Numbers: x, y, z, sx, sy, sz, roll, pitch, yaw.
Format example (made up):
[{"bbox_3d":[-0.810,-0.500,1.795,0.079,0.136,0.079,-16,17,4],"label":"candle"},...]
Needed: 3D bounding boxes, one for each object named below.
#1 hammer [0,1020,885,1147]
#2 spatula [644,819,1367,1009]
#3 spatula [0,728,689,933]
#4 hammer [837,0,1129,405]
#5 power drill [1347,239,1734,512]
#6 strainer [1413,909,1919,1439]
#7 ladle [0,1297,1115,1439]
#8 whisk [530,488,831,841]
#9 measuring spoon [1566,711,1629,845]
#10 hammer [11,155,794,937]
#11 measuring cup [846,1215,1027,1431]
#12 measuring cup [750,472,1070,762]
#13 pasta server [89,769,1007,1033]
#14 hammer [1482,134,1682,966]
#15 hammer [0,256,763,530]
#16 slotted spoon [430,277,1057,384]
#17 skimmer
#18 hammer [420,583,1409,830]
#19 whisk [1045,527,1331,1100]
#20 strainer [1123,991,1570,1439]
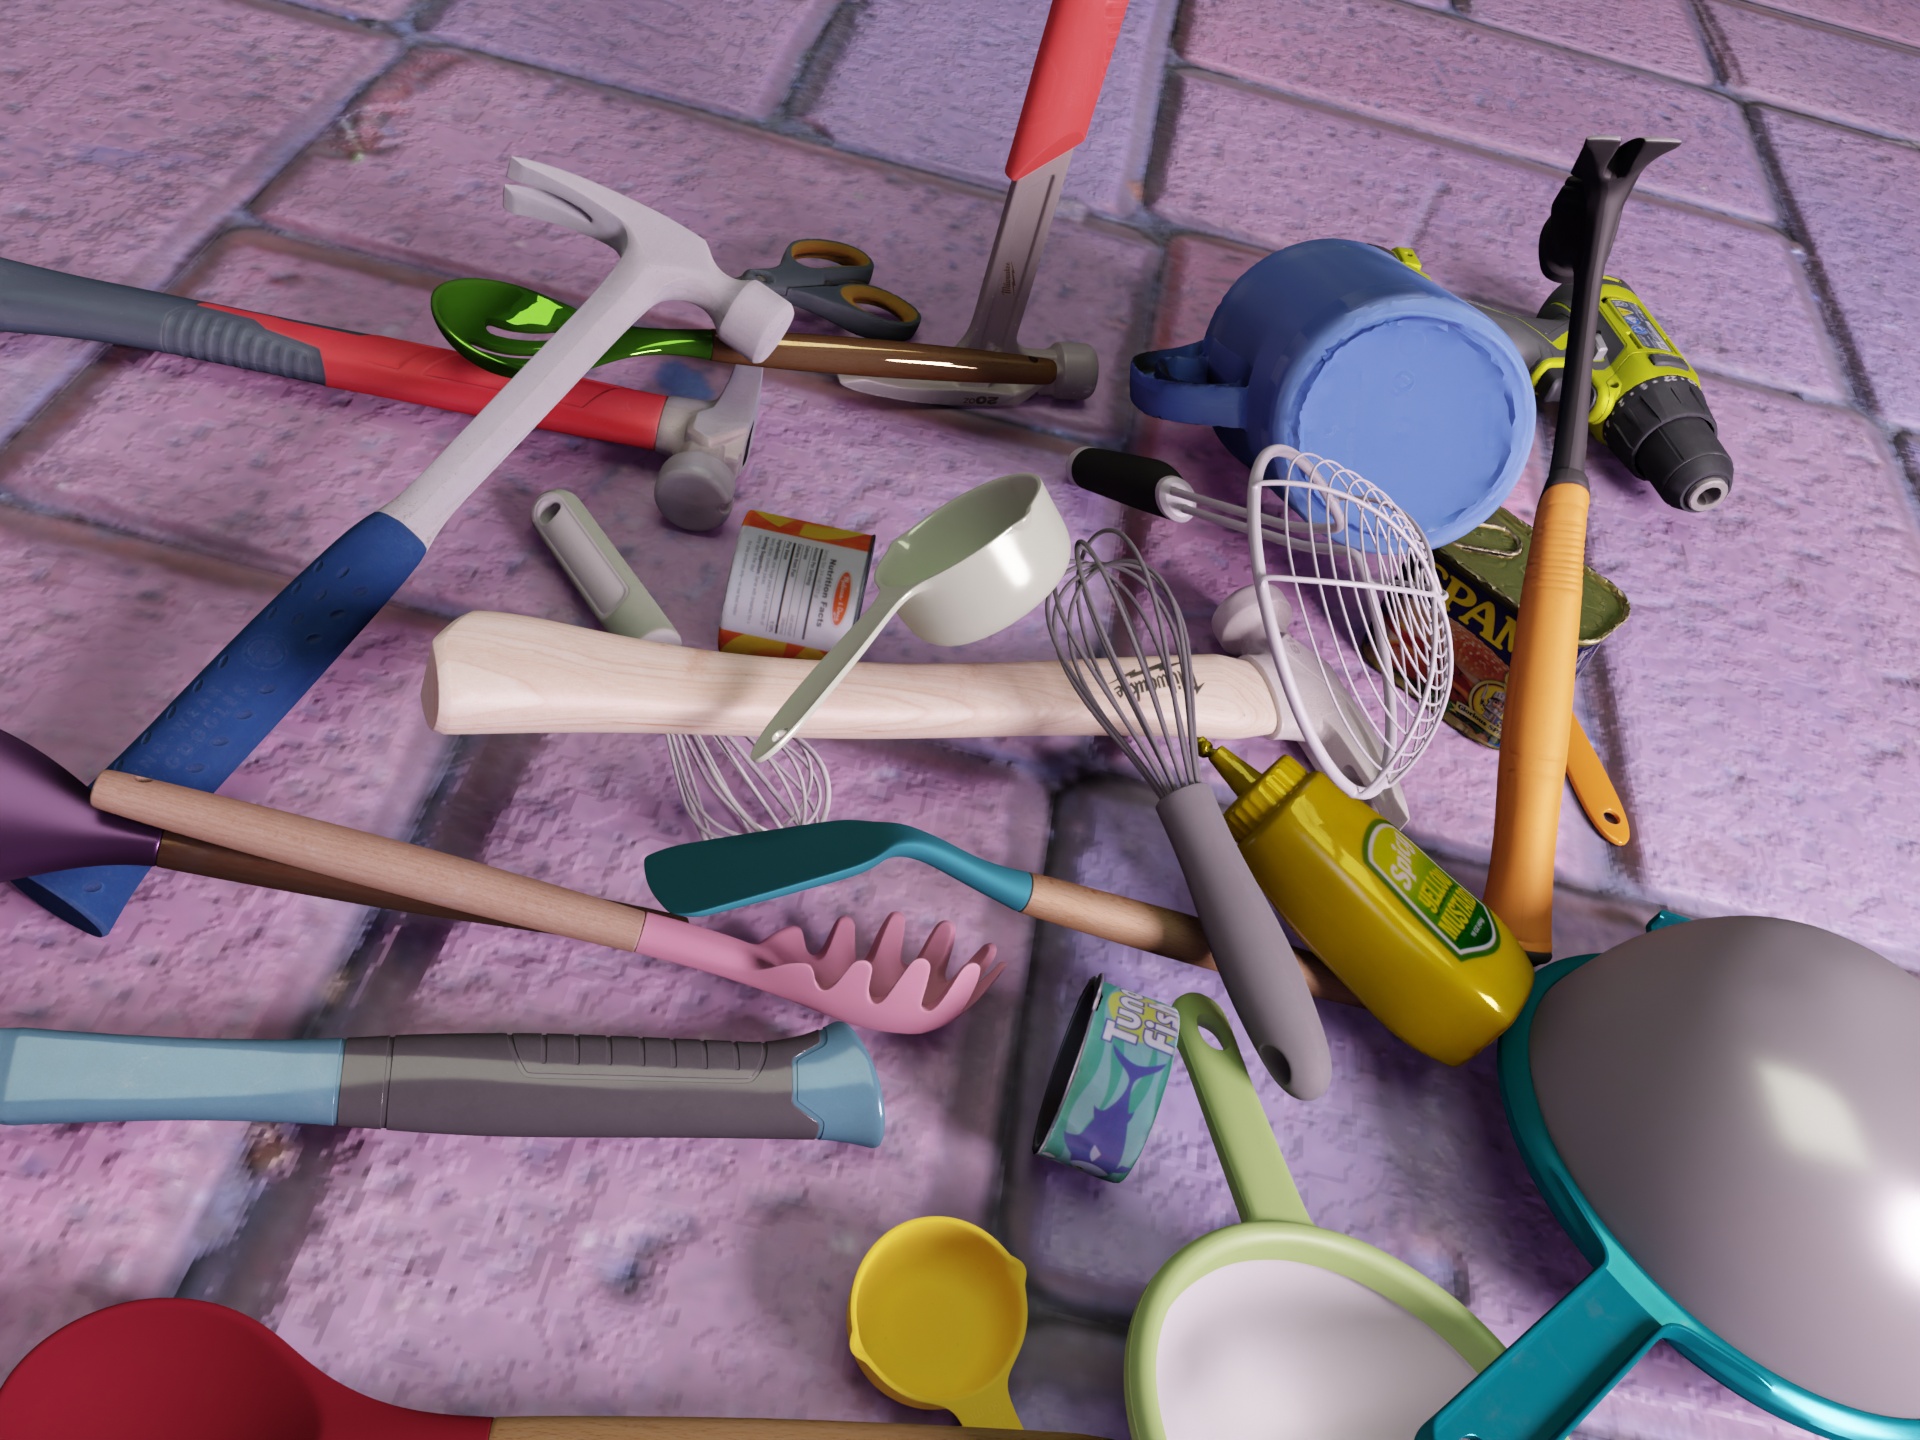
[{"bbox_3d":[-0.187,0.116,0.518,0.331,0.033,0.128,5,65,-16],"label":"hammer"},{"bbox_3d":[0.042,0.081,0.598,0.317,0.044,0.082,17,4,-19],"label":"spatula"},{"bbox_3d":[-0.249,0.046,0.553,0.315,0.018,0.060,13,70,-18],"label":"spatula"},{"bbox_3d":[0.042,-0.306,0.760,0.149,0.358,0.037,-1,47,-20],"label":"hammer"},{"bbox_3d":[0.333,-0.202,0.941,0.228,0.080,0.191,4,46,-15],"label":"power drill"},{"bbox_3d":[0.267,0.154,0.534,0.340,0.095,0.211,-15,51,-42],"label":"strainer"},{"bbox_3d":[-0.109,0.208,0.459,0.315,0.031,0.069,4,56,-6],"label":"ladle"},{"bbox_3d":[-0.126,-0.024,0.673,0.058,0.059,0.247,-45,57,6],"label":"whisk"},{"bbox_3d":[0.303,0.012,0.776,0.021,0.011,0.117,4,47,-11],"label":"measuring spoon"},{"bbox_3d":[-0.229,-0.087,0.655,0.144,0.035,0.406,34,58,-3],"label":"hammer"},{"bbox_3d":[0.012,0.232,0.493,0.062,0.029,0.157,-18,67,-22],"label":"measuring cup"},{"bbox_3d":[-0.018,-0.031,0.602,0.168,0.083,0.038,-50,118,-30],"label":"measuring cup"},{"bbox_3d":[-0.138,0.060,0.562,0.316,0.040,0.060,17,6,-12],"label":"pasta server"},{"bbox_3d":[0.250,-0.065,0.663,0.034,0.127,0.337,6,90,11],"label":"hammer"},{"bbox_3d":[-0.292,-0.185,0.783,0.386,0.038,0.143,11,45,-5],"label":"hammer"},{"bbox_3d":[-0.098,-0.183,0.791,0.313,0.031,0.070,0,48,-19],"label":"slotted spoon"},{"bbox_3d":[0.093,-0.071,0.675,0.090,0.127,0.363,-32,23,-6],"label":"skimmer"},{"bbox_3d":[-0.001,-0.002,0.643,0.410,0.038,0.146,0,48,-29],"label":"hammer"},{"bbox_3d":[0.088,0.029,0.605,0.055,0.055,0.239,-10,65,-23],"label":"whisk"},{"bbox_3d":[0.099,0.201,0.517,0.151,0.069,0.257,12,32,-19],"label":"strainer"}]
